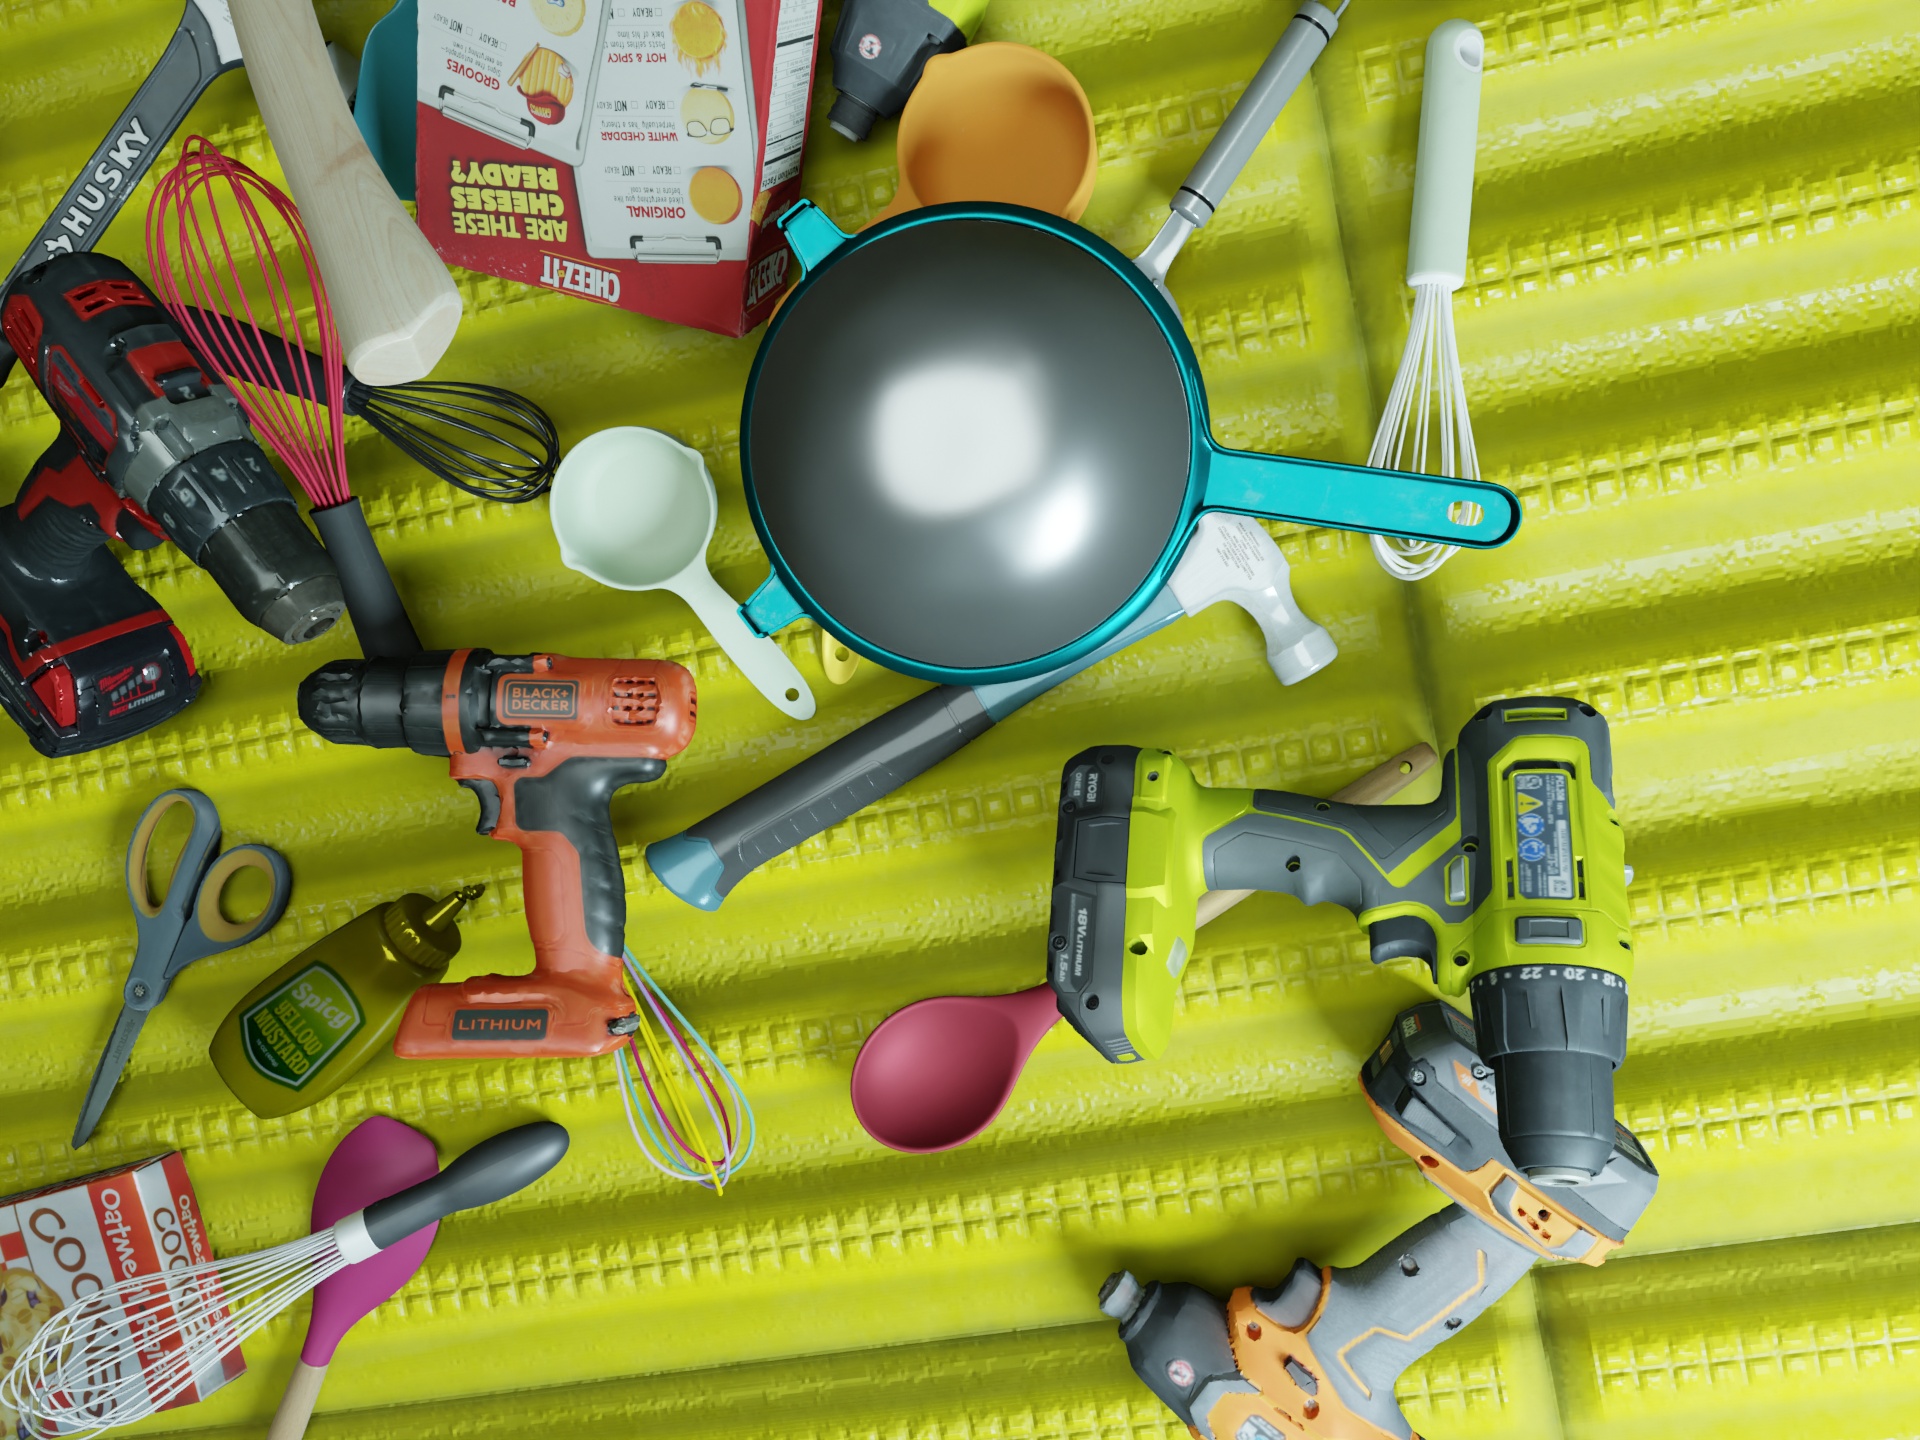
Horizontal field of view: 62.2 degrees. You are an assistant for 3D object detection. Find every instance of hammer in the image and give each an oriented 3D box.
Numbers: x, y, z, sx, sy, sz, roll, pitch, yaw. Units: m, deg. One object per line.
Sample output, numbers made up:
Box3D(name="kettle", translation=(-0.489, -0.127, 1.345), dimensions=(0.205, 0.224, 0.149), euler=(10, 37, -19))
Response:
Box3D(name="hammer", translation=(-0.001, -0.002, 0.744), dimensions=(0.331, 0.033, 0.128), euler=(-30, 89, 9))
Box3D(name="hammer", translation=(-0.459, -0.190, 0.754), dimensions=(0.149, 0.036, 0.409), euler=(36, 90, -16))
Box3D(name="hammer", translation=(-0.313, -0.319, 0.694), dimensions=(0.146, 0.038, 0.411), euler=(-20, 72, -11))

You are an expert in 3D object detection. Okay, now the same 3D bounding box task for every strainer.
Box3D(name="strainer", translation=(0.059, -0.104, 0.653), dimensions=(0.340, 0.095, 0.211), euler=(9, 100, 10))
Box3D(name="strainer", translation=(0.098, -0.225, 0.715), dimensions=(0.087, 0.050, 0.258), euler=(33, 94, -10))

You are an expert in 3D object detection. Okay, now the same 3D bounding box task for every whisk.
Box3D(name="whisk", translation=(-0.298, -0.118, 0.738), dimensions=(0.073, 0.073, 0.295), euler=(-11, 112, 9))
Box3D(name="whisk", translation=(-0.298, -0.160, 0.776), dimensions=(0.239, 0.055, 0.055), euler=(21, 96, 11))
Box3D(name="whisk", translation=(0.207, -0.184, 0.699), dimensions=(0.057, 0.059, 0.246), euler=(5, 90, -28))
Box3D(name="whisk", translation=(-0.323, 0.265, 0.773), dimensions=(0.284, 0.070, 0.070), euler=(-26, 89, -7))
Box3D(name="whisk", translation=(-0.166, 0.117, 0.772), dimensions=(0.051, 0.047, 0.245), euler=(-27, 85, 10))

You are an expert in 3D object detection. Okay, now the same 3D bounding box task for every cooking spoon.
Box3D(name="cooking spoon", translation=(-0.343, 0.353, 0.822), dimensions=(0.069, 0.017, 0.319), euler=(23, 96, 8))

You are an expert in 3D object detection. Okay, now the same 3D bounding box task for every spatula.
Box3D(name="spatula", translation=(-0.267, -0.408, 0.761), dimensions=(0.082, 0.044, 0.317), euler=(-7, 84, -21))

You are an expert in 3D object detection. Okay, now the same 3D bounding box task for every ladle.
Box3D(name="ladle", translation=(0.085, 0.101, 0.740), dimensions=(0.315, 0.031, 0.069), euler=(-34, 81, 7))

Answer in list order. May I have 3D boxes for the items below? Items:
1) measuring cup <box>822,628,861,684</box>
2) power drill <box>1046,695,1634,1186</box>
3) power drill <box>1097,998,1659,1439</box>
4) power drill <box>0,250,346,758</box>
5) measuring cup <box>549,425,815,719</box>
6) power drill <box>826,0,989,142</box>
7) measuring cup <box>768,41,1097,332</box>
Box3D(name="measuring cup", translation=(-0.044, -0.094, 0.755), dimensions=(0.062, 0.029, 0.156), euler=(13, 107, 8))
Box3D(name="power drill", translation=(0.157, 0.088, 0.658), dimensions=(0.228, 0.080, 0.191), euler=(-1, 65, 17))
Box3D(name="power drill", translation=(0.177, 0.240, 0.707), dimensions=(0.164, 0.084, 0.226), euler=(34, 101, 7))
Box3D(name="power drill", translation=(-0.372, -0.072, 0.721), dimensions=(0.188, 0.080, 0.226), euler=(51, 130, 3))
Box3D(name="measuring cup", translation=(-0.125, -0.068, 0.764), dimensions=(0.083, 0.038, 0.167), euler=(-38, 104, 7))
Box3D(name="power drill", translation=(-0.081, -0.384, 0.716), dimensions=(0.223, 0.080, 0.171), euler=(32, 102, 3))
Box3D(name="measuring cup", translation=(-0.014, -0.228, 0.726), dimensions=(0.173, 0.052, 0.095), euler=(-37, 87, 11))
